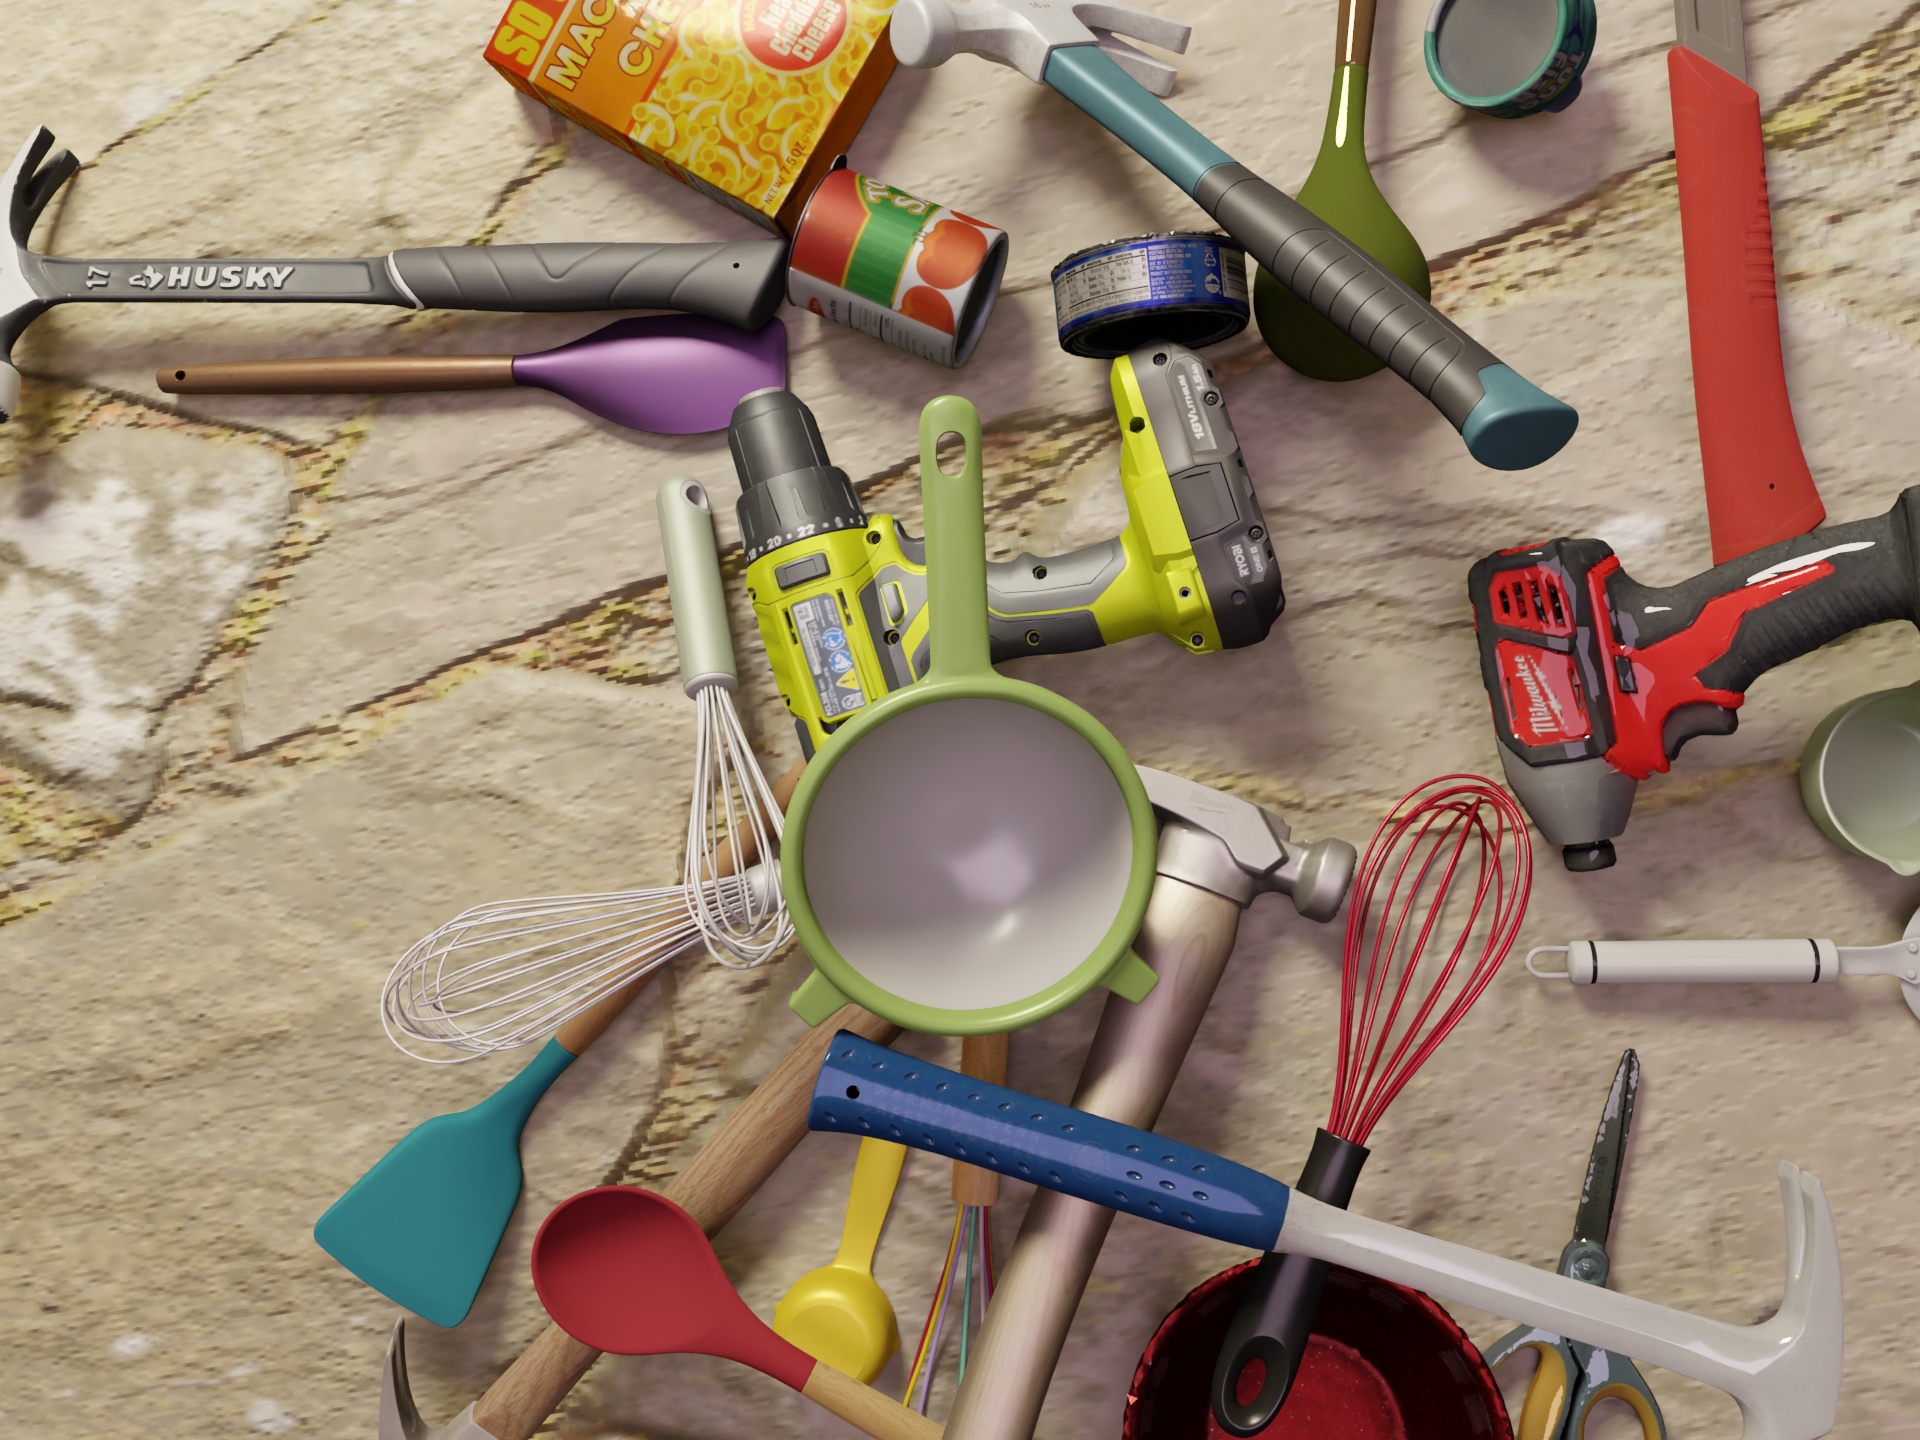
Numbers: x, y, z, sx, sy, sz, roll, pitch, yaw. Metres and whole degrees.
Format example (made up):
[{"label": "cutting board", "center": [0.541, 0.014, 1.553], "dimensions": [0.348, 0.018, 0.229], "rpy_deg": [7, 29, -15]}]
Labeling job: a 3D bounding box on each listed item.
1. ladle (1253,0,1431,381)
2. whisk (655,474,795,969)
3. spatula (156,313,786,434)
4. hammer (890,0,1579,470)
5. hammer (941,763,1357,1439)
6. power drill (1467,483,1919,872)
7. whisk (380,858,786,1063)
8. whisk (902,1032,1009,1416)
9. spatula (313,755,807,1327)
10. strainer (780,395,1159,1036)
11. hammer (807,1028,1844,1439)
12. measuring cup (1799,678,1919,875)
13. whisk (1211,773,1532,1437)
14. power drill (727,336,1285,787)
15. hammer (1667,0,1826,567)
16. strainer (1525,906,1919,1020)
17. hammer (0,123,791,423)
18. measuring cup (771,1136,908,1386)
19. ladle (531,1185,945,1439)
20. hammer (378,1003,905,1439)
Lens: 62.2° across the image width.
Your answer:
[{"label": "ladle", "center": [0.181, -0.310, 0.718], "dimensions": [0.078, 0.062, 0.320], "rpy_deg": [3, 82, 26]}, {"label": "whisk", "center": [-0.109, -0.007, 0.705], "dimensions": [0.059, 0.057, 0.247], "rpy_deg": [-31, 58, 31]}, {"label": "spatula", "center": [-0.240, -0.167, 0.772], "dimensions": [0.316, 0.018, 0.060], "rpy_deg": [1, 85, 6]}, {"label": "hammer", "center": [0.114, -0.211, 0.648], "dimensions": [0.128, 0.033, 0.331], "rpy_deg": [-21, 57, -33]}, {"label": "hammer", "center": [0.034, 0.216, 0.673], "dimensions": [0.146, 0.038, 0.411], "rpy_deg": [21, 77, 8]}, {"label": "power drill", "center": [0.326, -0.018, 0.642], "dimensions": [0.220, 0.078, 0.143], "rpy_deg": [-10, 90, 31]}, {"label": "whisk", "center": [-0.117, 0.084, 0.711], "dimensions": [0.284, 0.070, 0.070], "rpy_deg": [-18, 86, -11]}, {"label": "whisk", "center": [0.001, 0.240, 0.721], "dimensions": [0.047, 0.051, 0.245], "rpy_deg": [3, 86, 13]}, {"label": "spatula", "center": [-0.166, 0.137, 0.743], "dimensions": [0.082, 0.044, 0.317], "rpy_deg": [41, 92, -13]}, {"label": "strainer", "center": [-0.001, -0.002, 0.648], "dimensions": [0.151, 0.069, 0.256], "rpy_deg": [-4, 102, -4]}, {"label": "hammer", "center": [0.139, 0.195, 0.629], "dimensions": [0.405, 0.035, 0.144], "rpy_deg": [16, 89, 7]}, {"label": "measuring cup", "center": [0.444, 0.029, 0.674], "dimensions": [0.167, 0.038, 0.083], "rpy_deg": [7, 89, 5]}, {"label": "whisk", "center": [0.170, 0.159, 0.672], "dimensions": [0.073, 0.073, 0.296], "rpy_deg": [23, 82, 7]}, {"label": "power drill", "center": [0.013, -0.083, 0.711], "dimensions": [0.228, 0.080, 0.190], "rpy_deg": [-18, 86, 9]}, {"label": "hammer", "center": [0.322, -0.245, 0.696], "dimensions": [0.149, 0.036, 0.359], "rpy_deg": [-4, 88, 7]}, {"label": "strainer", "center": [0.377, 0.105, 0.680], "dimensions": [0.258, 0.050, 0.087], "rpy_deg": [-2, 103, 10]}, {"label": "hammer", "center": [-0.283, -0.214, 0.762], "dimensions": [0.409, 0.036, 0.149], "rpy_deg": [1, 75, 5]}, {"label": "measuring cup", "center": [-0.047, 0.237, 0.732], "dimensions": [0.062, 0.029, 0.156], "rpy_deg": [15, 92, 7]}, {"label": "ladle", "center": [-0.042, 0.293, 0.682], "dimensions": [0.315, 0.031, 0.069], "rpy_deg": [28, 81, 6]}, {"label": "hammer", "center": [-0.138, 0.238, 0.731], "dimensions": [0.130, 0.031, 0.331], "rpy_deg": [42, 90, -15]}]
